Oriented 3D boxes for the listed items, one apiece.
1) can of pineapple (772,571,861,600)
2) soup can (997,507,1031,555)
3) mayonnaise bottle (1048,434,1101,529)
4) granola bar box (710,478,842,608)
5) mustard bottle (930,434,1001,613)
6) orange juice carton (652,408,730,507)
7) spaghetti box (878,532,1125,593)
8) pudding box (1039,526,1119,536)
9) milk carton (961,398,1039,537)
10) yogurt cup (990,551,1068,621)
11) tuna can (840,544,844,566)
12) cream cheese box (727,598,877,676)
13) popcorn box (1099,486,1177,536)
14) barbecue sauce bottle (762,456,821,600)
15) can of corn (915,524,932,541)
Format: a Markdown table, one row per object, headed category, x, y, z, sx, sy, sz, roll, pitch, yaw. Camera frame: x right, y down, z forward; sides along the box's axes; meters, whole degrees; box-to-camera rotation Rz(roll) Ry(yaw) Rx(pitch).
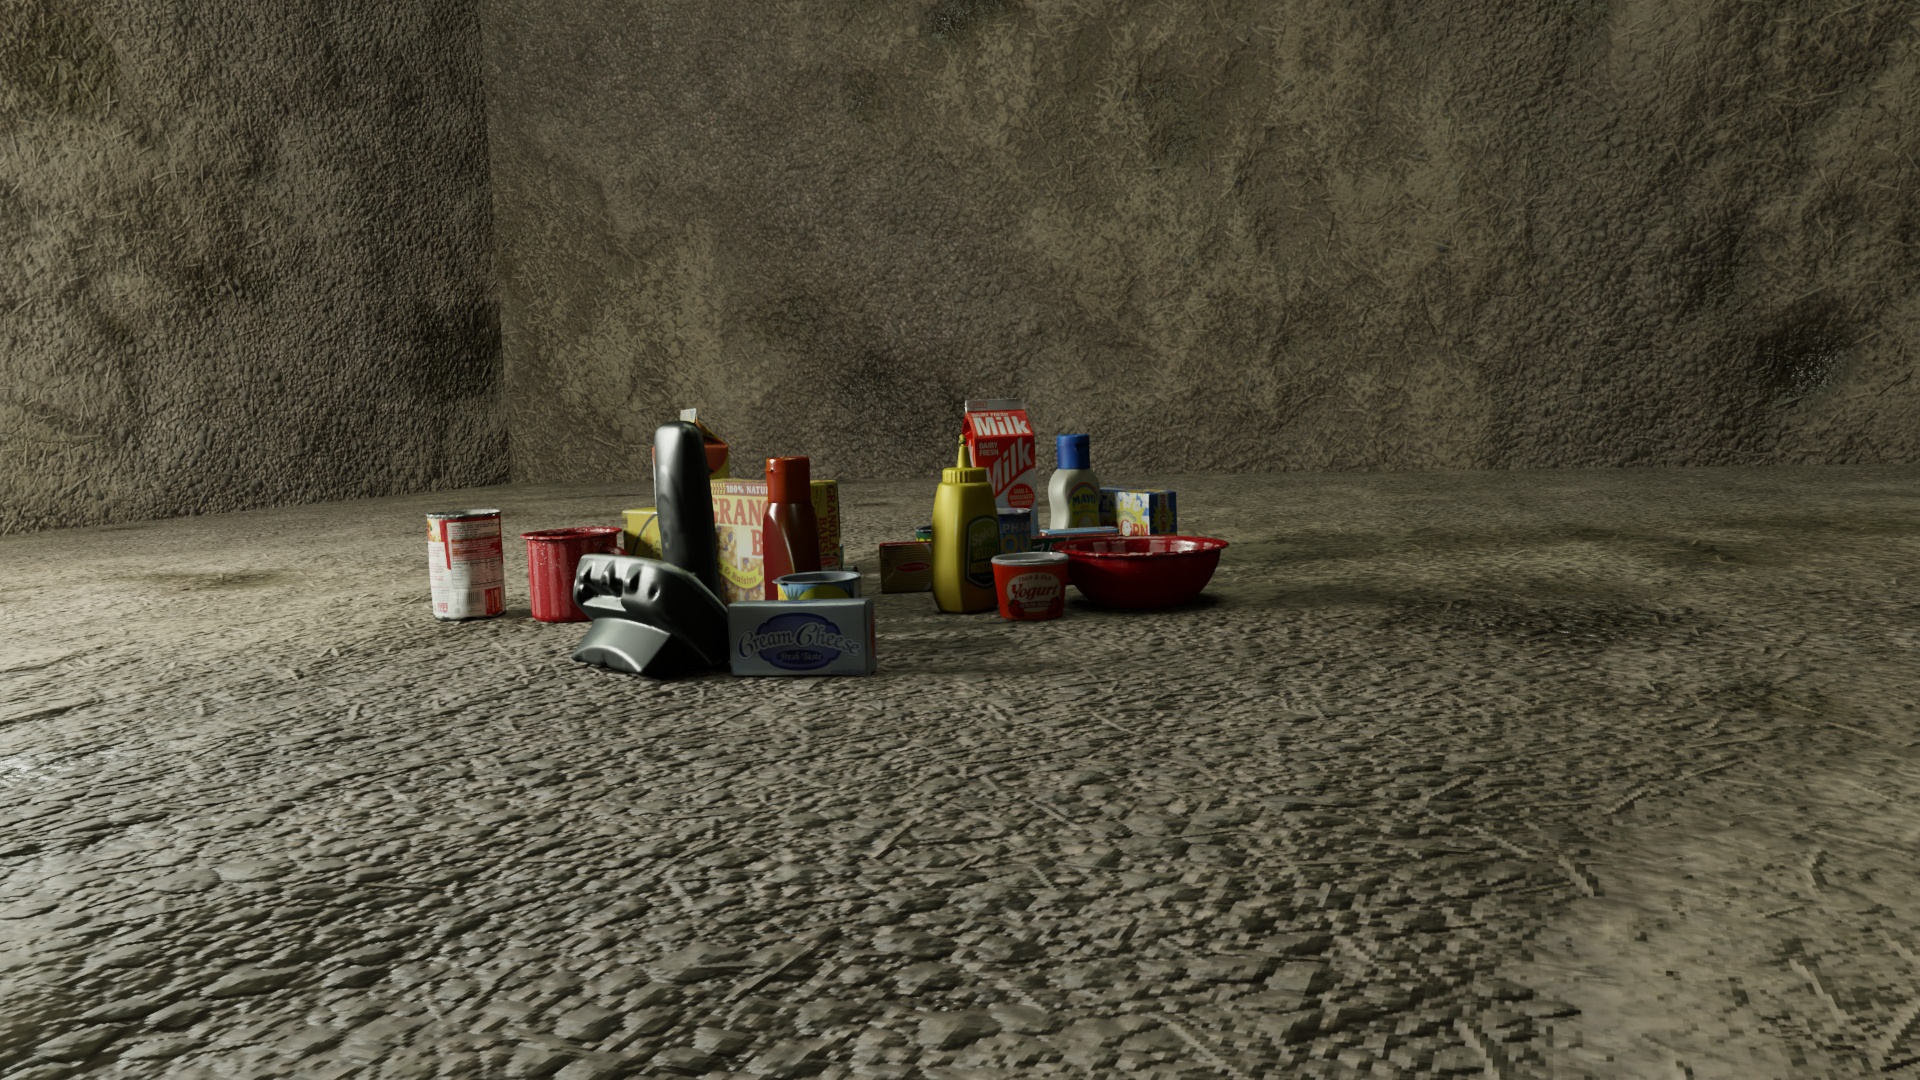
| category | x | y | z | sx | sy | sz | roll | pitch | yaw |
| --- | --- | --- | --- | --- | --- | --- | --- | --- | --- |
| can of pineapple | -0.112 | 0.056 | 1.092 | 0.071 | 0.057 | 0.071 | -2 | 6 | 0 |
| soup can | 0.038 | 0.013 | 1.340 | 0.071 | 0.083 | 0.071 | -2 | 5 | 0 |
| mayonnaise bottle | 0.127 | -0.043 | 1.538 | 0.065 | 0.148 | 0.041 | -5 | 6 | -29 |
| granola bar box | -0.175 | 0.006 | 1.289 | 0.039 | 0.124 | 0.165 | -7 | 7 | -43 |
| mustard bottle | 0.004 | -0.016 | 1.253 | 0.049 | 0.160 | 0.065 | 3 | 7 | 44 |
| orange juice carton | -0.303 | -0.053 | 1.572 | 0.073 | 0.192 | 0.072 | -4 | 6 | -24 |
| spaghetti box | 0.043 | 0.022 | 1.410 | 0.250 | 0.050 | 0.029 | -3 | 5 | -5 |
| pudding box | 0.127 | 0.011 | 1.488 | 0.084 | 0.049 | 0.030 | -4 | 5 | -14 |
| milk carton | 0.044 | -0.066 | 1.581 | 0.072 | 0.190 | 0.073 | -3 | 5 | -13 |
| yogurt cup | 0.061 | 0.040 | 1.211 | 0.072 | 0.054 | 0.072 | -2 | 6 | 0 |
| tuna can | -0.163 | 0.023 | 1.568 | 0.071 | 0.032 | 0.071 | -2 | 6 | 0 |
| cream cheese box | -0.113 | 0.069 | 0.990 | 0.104 | 0.053 | 0.024 | -1 | 5 | 10 |
| popcorn box | 0.189 | -0.015 | 1.546 | 0.038 | 0.085 | 0.126 | -5 | 6 | -28 |
| barbecue sauce bottle | -0.143 | 0.004 | 1.173 | 0.044 | 0.148 | 0.065 | -6 | 6 | -34 |
| can of corn | -0.015 | 0.014 | 1.468 | 0.071 | 0.058 | 0.071 | -2 | 6 | 0 |
